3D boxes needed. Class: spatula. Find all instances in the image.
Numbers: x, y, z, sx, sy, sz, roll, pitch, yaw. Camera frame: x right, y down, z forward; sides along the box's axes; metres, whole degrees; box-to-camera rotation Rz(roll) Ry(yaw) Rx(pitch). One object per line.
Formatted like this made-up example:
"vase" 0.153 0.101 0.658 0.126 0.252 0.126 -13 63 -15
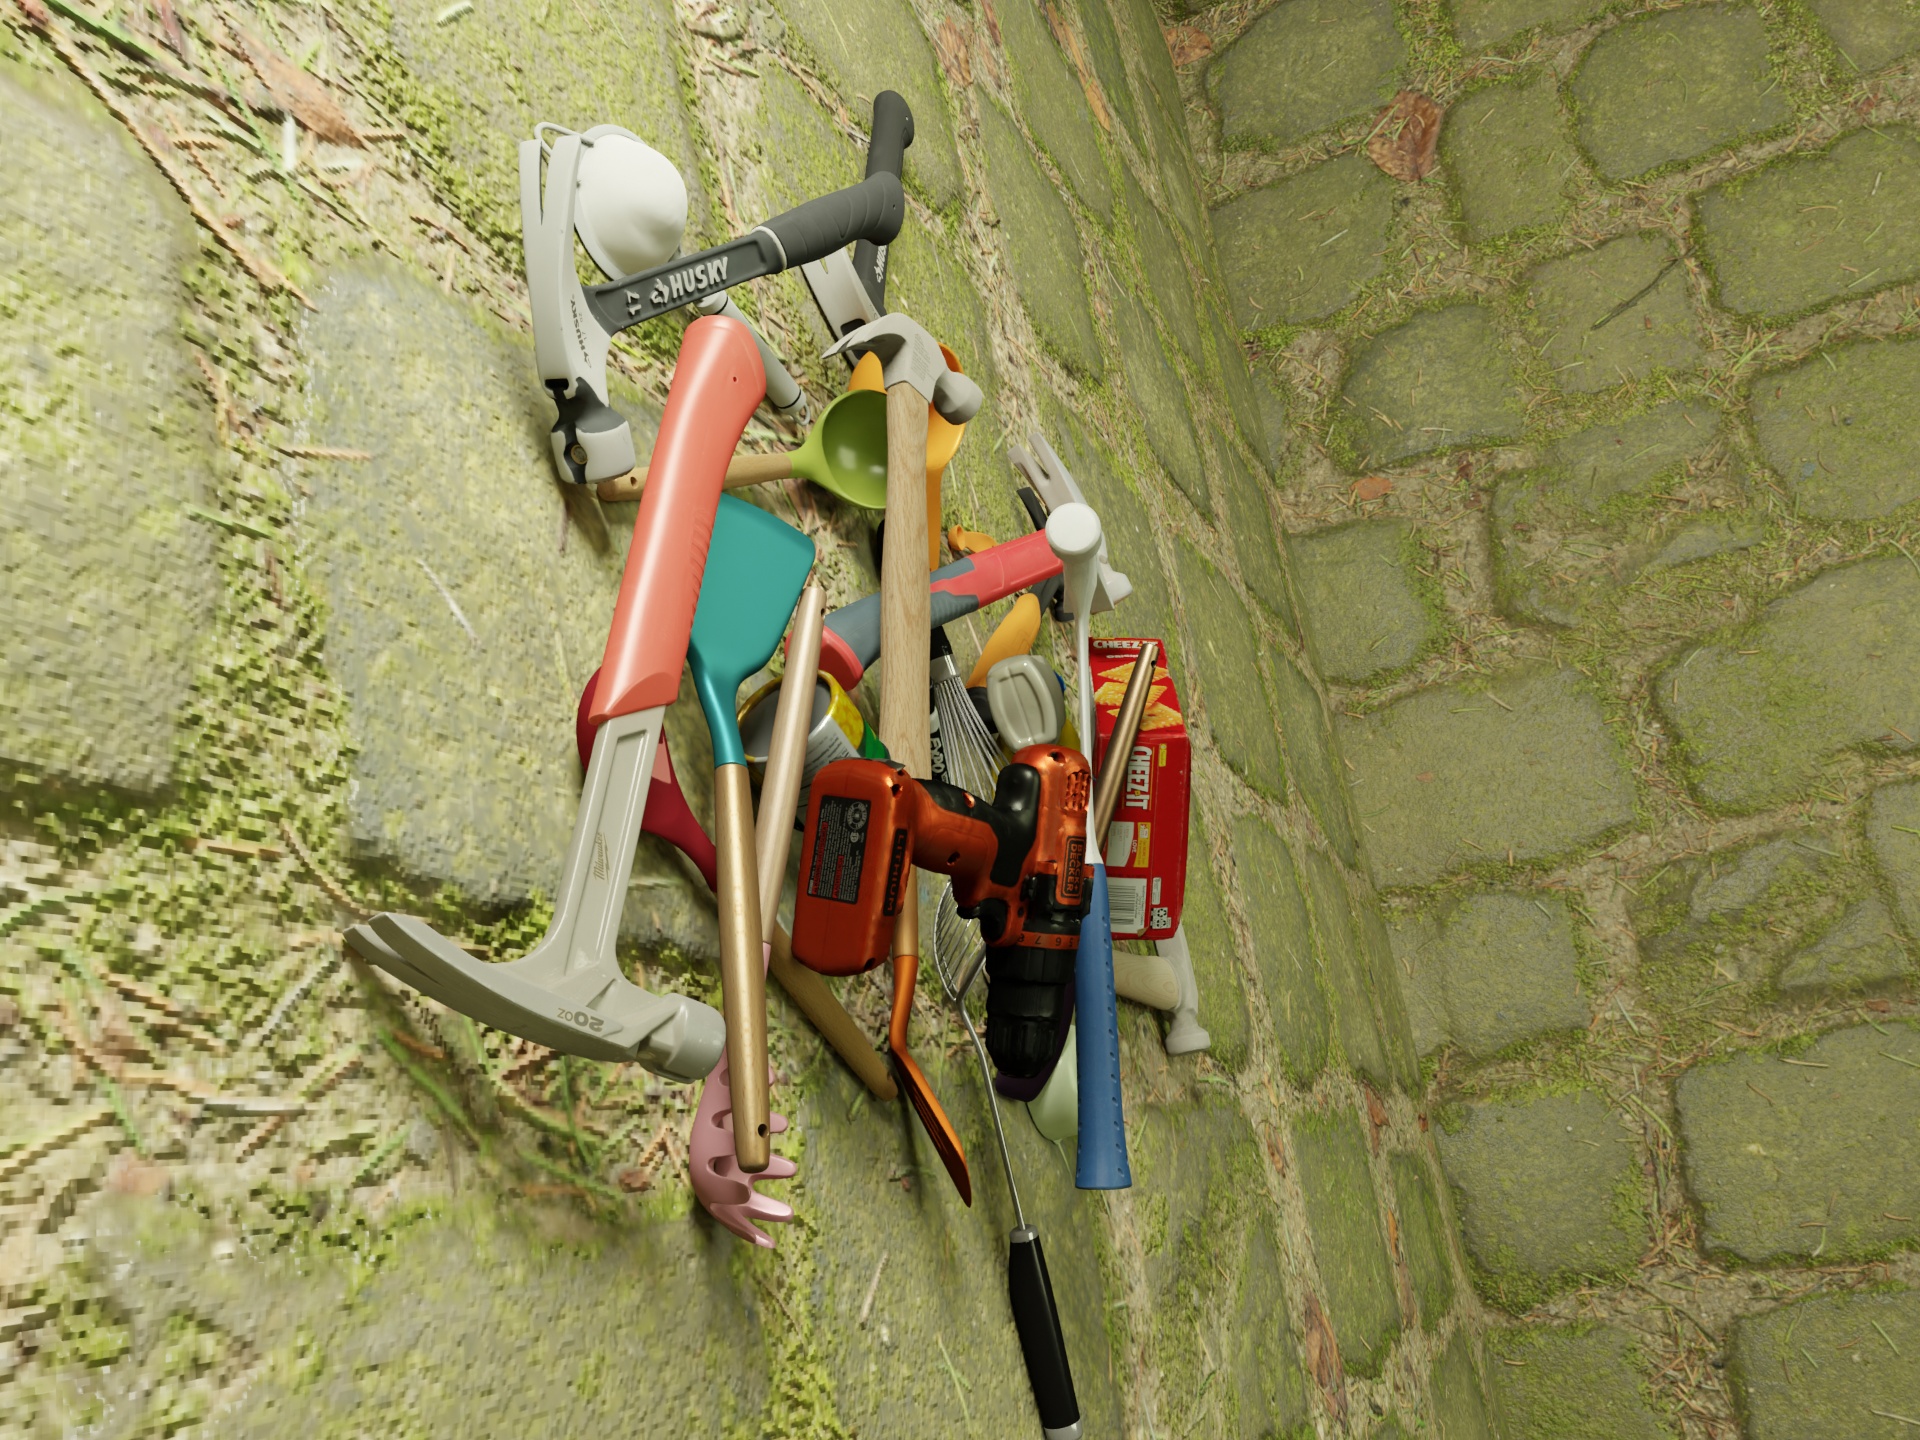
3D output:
"spatula" -0.024 0.118 0.929 0.081 0.041 0.323 86 0 -56
"spatula" -0.096 0.040 0.710 0.082 0.044 0.318 23 48 -42
"spatula" 0.084 0.097 1.056 0.059 0.018 0.316 27 76 -43

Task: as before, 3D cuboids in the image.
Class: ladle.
"ladle" -0.101 0.093 0.770 0.069 0.031 0.315 -79 148 -46
"ladle" -0.104 -0.147 0.905 0.320 0.062 0.078 -30 104 -66

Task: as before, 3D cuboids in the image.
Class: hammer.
"hammer" -0.003 -0.103 1.055 0.143 0.038 0.386 60 33 1
"hammer" -0.138 -0.039 0.665 0.149 0.037 0.359 34 47 -37
"hammer" 0.108 0.183 1.227 0.410 0.038 0.146 26 50 -63
"hammer" -0.116 -0.259 0.870 0.409 0.036 0.149 -52 140 -58
"hammer" 0.049 -0.084 1.270 0.337 0.034 0.127 -62 136 -61
"hammer" 0.082 0.079 0.990 0.144 0.035 0.406 53 35 -76
"hammer" -0.066 -0.390 1.213 0.335 0.035 0.146 -87 153 -42
"hammer" -0.033 -0.102 0.935 0.129 0.031 0.332 34 46 -46

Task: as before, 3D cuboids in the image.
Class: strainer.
"strainer" -0.144 -0.245 0.899 0.258 0.050 0.087 48 48 -55

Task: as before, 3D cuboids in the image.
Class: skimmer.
"skimmer" 0.053 0.242 0.955 0.127 0.090 0.363 46 31 -83

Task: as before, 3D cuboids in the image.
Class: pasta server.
"pasta server" -0.084 0.078 0.738 0.060 0.040 0.316 60 33 -60

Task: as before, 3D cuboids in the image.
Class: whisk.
"whisk" -0.001 -0.004 1.067 0.070 0.070 0.284 -9 79 -69

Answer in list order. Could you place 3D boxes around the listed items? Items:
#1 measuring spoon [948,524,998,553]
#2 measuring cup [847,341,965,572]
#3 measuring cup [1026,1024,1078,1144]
"measuring spoon" 0.011 -0.139 1.260 0.117 0.011 0.021 0 83 -72
"measuring cup" -0.040 -0.177 1.107 0.095 0.052 0.173 -27 123 -52
"measuring cup" 0.090 0.246 1.126 0.167 0.038 0.083 5 70 -66
